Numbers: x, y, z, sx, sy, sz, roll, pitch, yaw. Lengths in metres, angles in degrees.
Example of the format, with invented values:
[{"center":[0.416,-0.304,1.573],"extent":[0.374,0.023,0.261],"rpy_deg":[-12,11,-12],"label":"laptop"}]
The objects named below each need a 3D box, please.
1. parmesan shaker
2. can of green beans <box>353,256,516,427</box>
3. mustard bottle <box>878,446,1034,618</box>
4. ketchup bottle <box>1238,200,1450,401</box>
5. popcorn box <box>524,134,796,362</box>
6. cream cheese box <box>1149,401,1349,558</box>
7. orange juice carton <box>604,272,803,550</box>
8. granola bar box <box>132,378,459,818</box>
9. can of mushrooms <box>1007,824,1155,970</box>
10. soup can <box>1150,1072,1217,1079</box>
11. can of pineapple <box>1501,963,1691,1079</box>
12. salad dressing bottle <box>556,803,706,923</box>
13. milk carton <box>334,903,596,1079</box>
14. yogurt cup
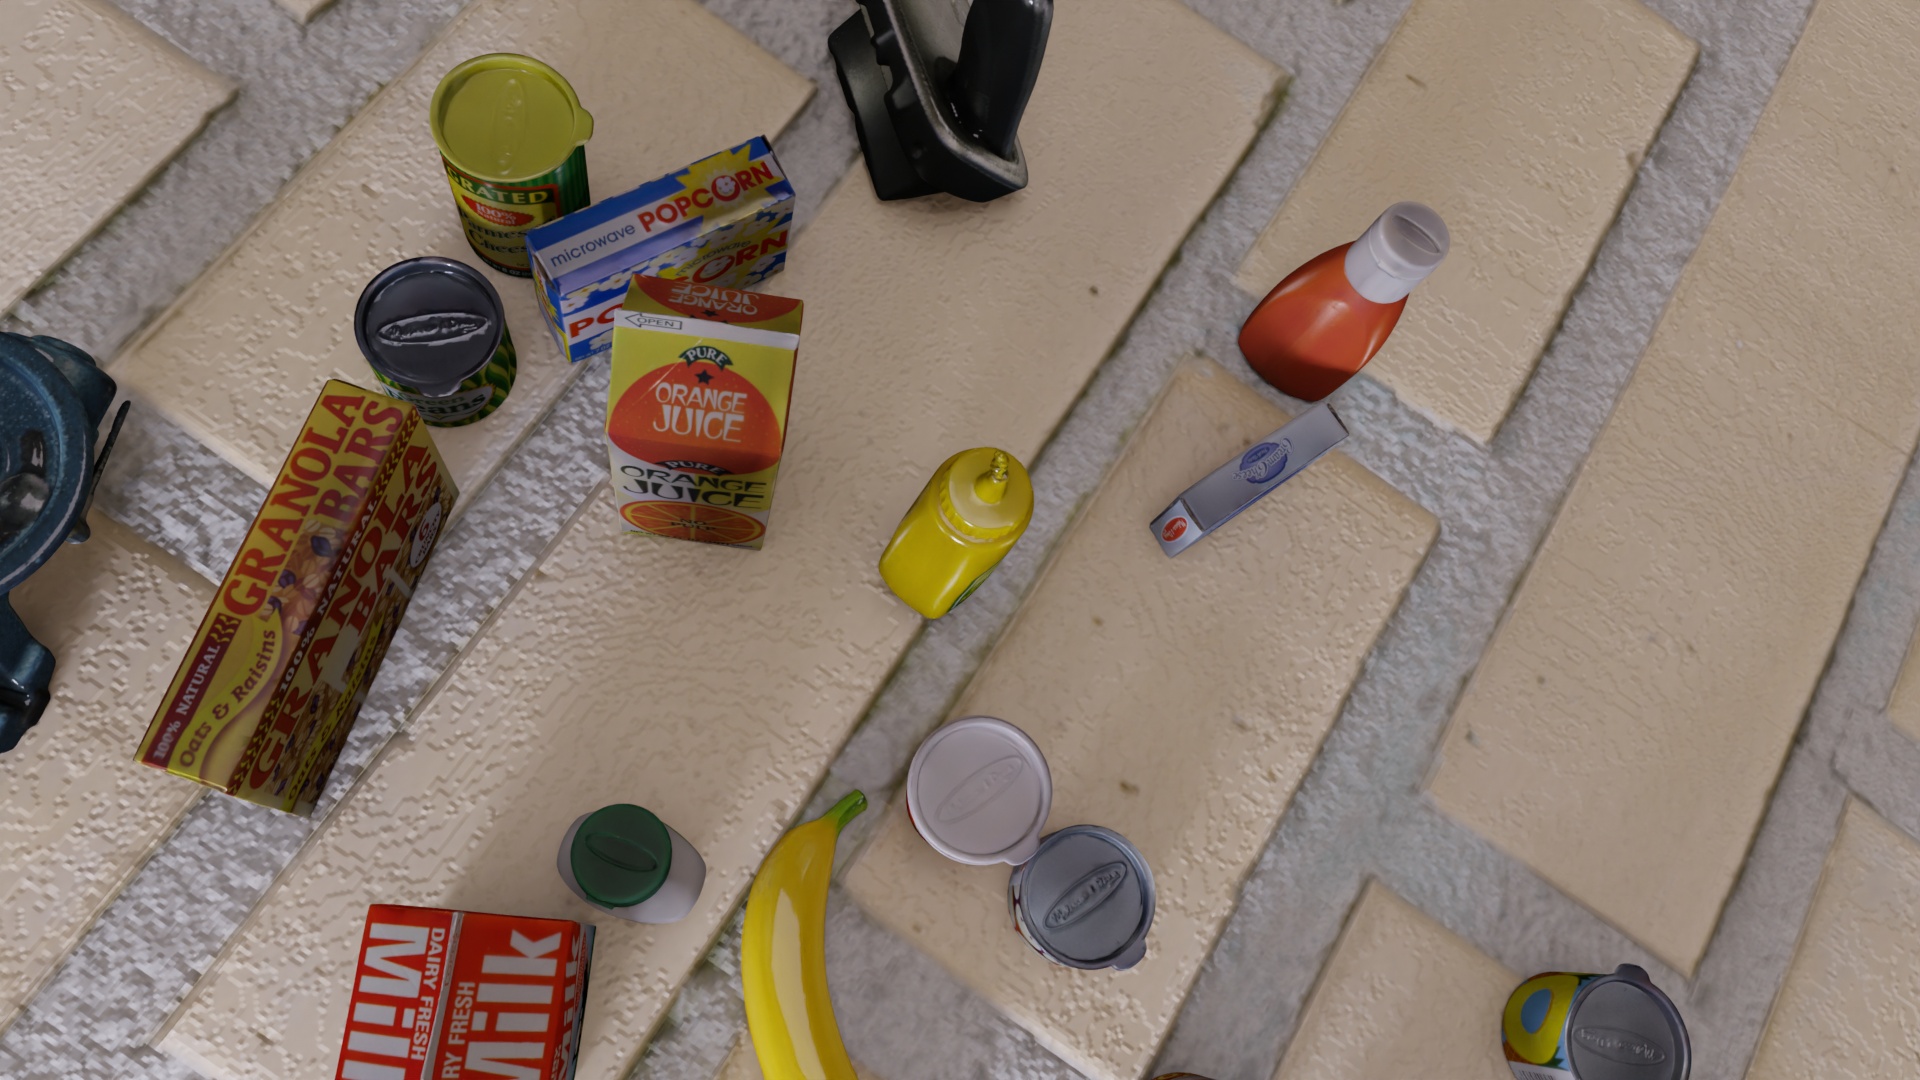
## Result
[{"center":[-0.212,-0.178,0.675],"extent":[0.071,0.102,0.071],"rpy_deg":[3,74,-10],"label":"parmesan shaker"},{"center":[-0.250,-0.094,0.667],"extent":[0.071,0.057,0.071],"rpy_deg":[3,74,-11],"label":"can of green beans"},{"center":[0.002,-0.008,0.639],"extent":[0.049,0.159,0.065],"rpy_deg":[42,71,2],"label":"mustard bottle"},{"center":[0.199,-0.123,0.718],"extent":[0.065,0.148,0.044],"rpy_deg":[37,71,1],"label":"ketchup bottle"},{"center":[-0.147,-0.143,0.688],"extent":[0.127,0.085,0.038],"rpy_deg":[-28,82,-17],"label":"popcorn box"},{"center":[0.151,-0.032,0.732],"extent":[0.104,0.053,0.024],"rpy_deg":[-32,83,-18],"label":"cream cheese box"},{"center":[-0.113,-0.057,0.613],"extent":[0.072,0.192,0.073],"rpy_deg":[8,73,-9],"label":"orange juice carton"},{"center":[-0.274,0.029,0.592],"extent":[0.039,0.124,0.166],"rpy_deg":[20,71,-5],"label":"granola bar box"},{"center":[0.058,0.173,0.665],"extent":[0.071,0.033,0.071],"rpy_deg":[3,74,-11],"label":"can of mushrooms"},{"center":[0.111,0.273,0.620],"extent":[0.071,0.083,0.071],"rpy_deg":[3,74,-11],"label":"soup can"},{"center":[0.311,0.245,0.682],"extent":[0.071,0.057,0.071],"rpy_deg":[3,74,-11],"label":"can of pineapple"},{"center":[-0.137,0.134,0.576],"extent":[0.064,0.147,0.044],"rpy_deg":[24,72,-4],"label":"salad dressing bottle"},{"center":[-0.186,0.179,0.531],"extent":[0.073,0.190,0.072],"rpy_deg":[7,73,-9],"label":"milk carton"},{"center":[0.005,0.120,0.659],"extent":[0.072,0.053,0.072],"rpy_deg":[3,74,-11],"label":"yogurt cup"}]
